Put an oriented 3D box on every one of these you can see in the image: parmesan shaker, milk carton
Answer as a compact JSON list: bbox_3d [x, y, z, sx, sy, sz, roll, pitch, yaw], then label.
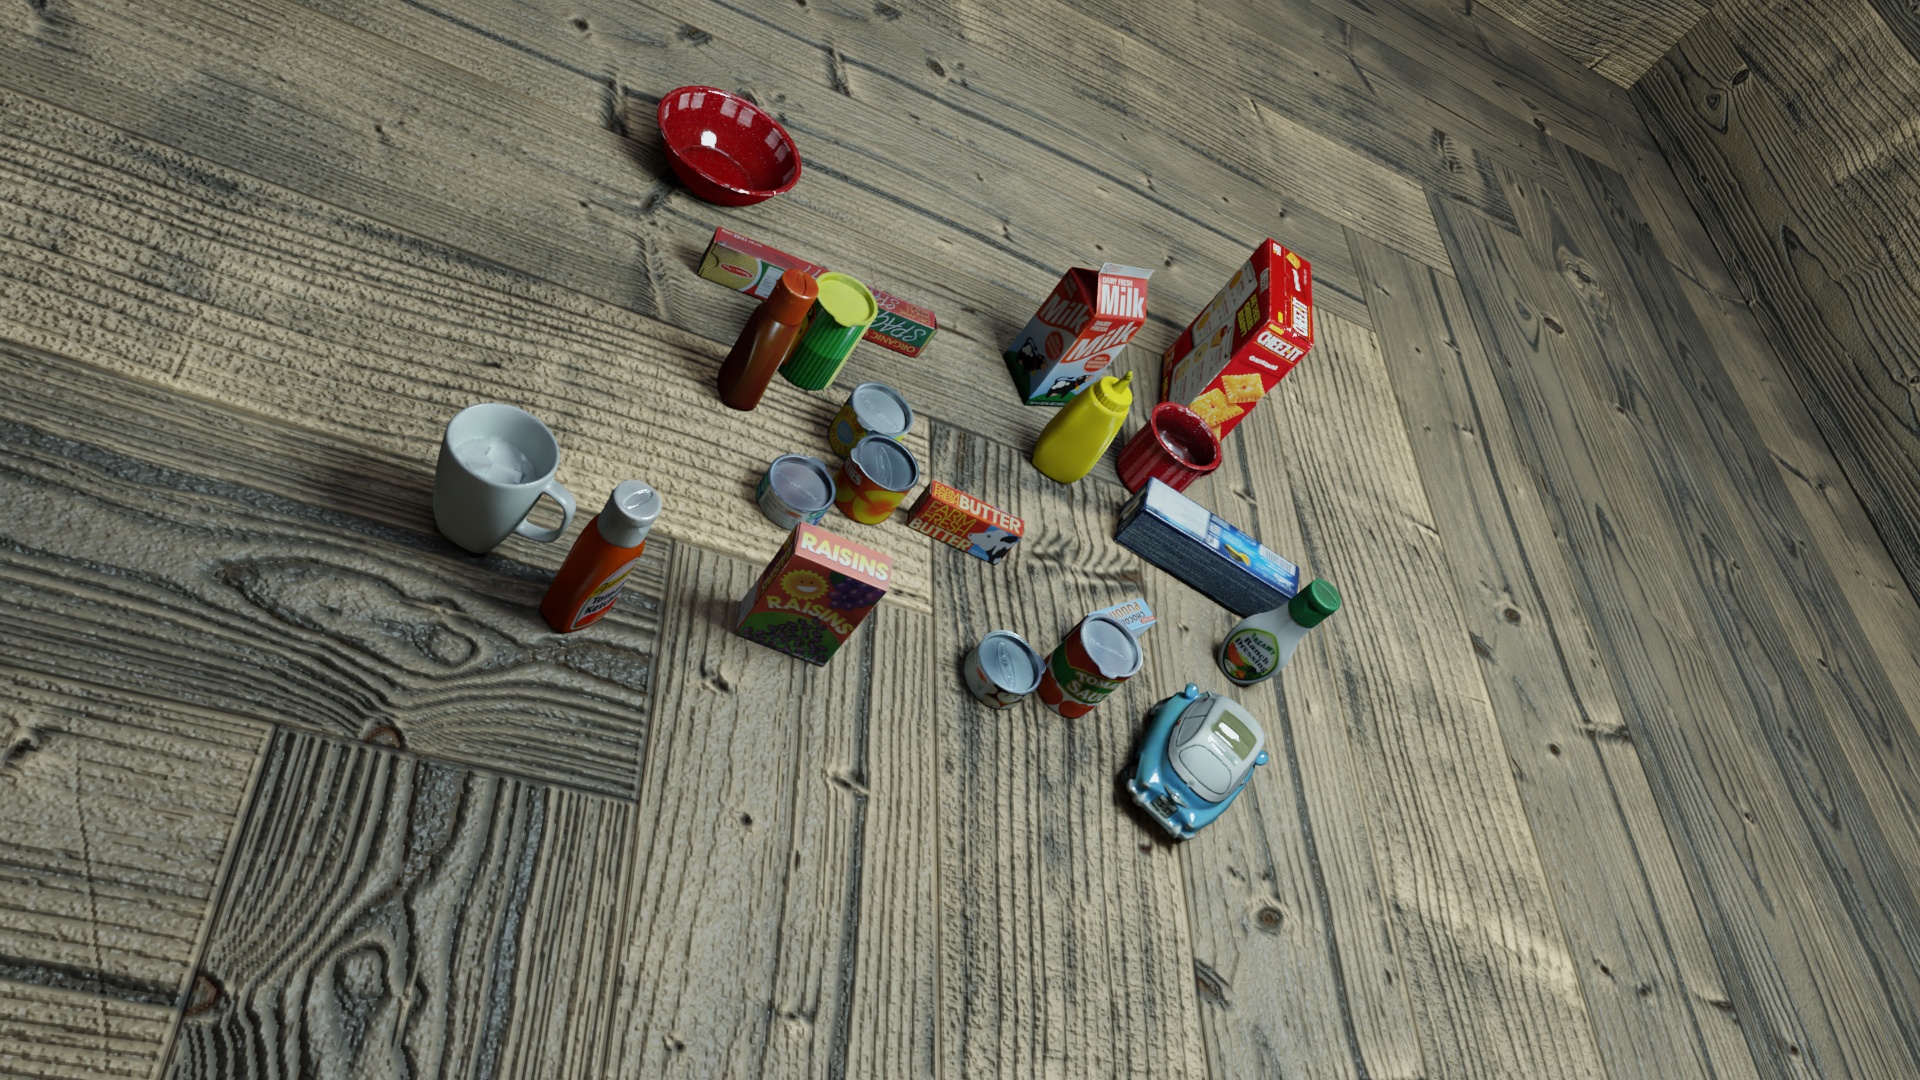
[{"bbox_3d":[-0.133,-0.201,1.354,0.071,0.102,0.072,20,47,-22],"label":"parmesan shaker"},{"bbox_3d":[0.131,-0.231,1.503,0.072,0.189,0.074,0,56,-36],"label":"milk carton"}]

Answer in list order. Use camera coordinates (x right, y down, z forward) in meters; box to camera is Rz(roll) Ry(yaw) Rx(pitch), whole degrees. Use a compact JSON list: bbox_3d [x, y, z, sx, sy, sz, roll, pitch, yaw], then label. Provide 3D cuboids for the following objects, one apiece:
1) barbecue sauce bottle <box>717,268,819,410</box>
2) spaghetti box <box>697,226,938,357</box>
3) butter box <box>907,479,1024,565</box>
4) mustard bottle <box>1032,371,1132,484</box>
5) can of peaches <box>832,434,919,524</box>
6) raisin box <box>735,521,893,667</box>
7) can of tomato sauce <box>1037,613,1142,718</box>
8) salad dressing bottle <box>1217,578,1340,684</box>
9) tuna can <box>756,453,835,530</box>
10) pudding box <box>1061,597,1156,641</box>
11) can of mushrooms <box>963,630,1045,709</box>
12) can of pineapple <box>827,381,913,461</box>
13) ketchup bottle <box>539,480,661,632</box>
[{"bbox_3d":[-0.177,-0.187,1.278,0.044,0.147,0.065,15,48,-26],"label":"barbecue sauce bottle"},{"bbox_3d":[-0.143,-0.252,1.428,0.250,0.050,0.029,18,47,-23],"label":"spaghetti box"},{"bbox_3d":[0.005,-0.017,1.336,0.103,0.053,0.024,24,45,-17],"label":"butter box"},{"bbox_3d":[0.136,-0.124,1.441,0.065,0.159,0.049,31,43,-11],"label":"mustard bottle"},{"bbox_3d":[-0.083,-0.057,1.304,0.071,0.057,0.071,19,47,-22],"label":"can of peaches"},{"bbox_3d":[-0.121,0.045,1.143,0.086,0.122,0.040,23,45,-18],"label":"raisin box"},{"bbox_3d":[0.117,0.118,1.283,0.071,0.082,0.071,19,47,-22],"label":"can of tomato sauce"},{"bbox_3d":[0.321,0.092,1.403,0.064,0.147,0.044,49,43,9],"label":"salad dressing bottle"},{"bbox_3d":[-0.149,-0.045,1.265,0.071,0.032,0.071,19,47,-22],"label":"tuna can"},{"bbox_3d":[0.146,0.087,1.353,0.084,0.049,0.030,-13,64,-41],"label":"pudding box"},{"bbox_3d":[0.040,0.118,1.264,0.071,0.033,0.071,19,47,-22],"label":"can of mushrooms"},{"bbox_3d":[-0.089,-0.110,1.344,0.071,0.057,0.071,19,47,-22],"label":"can of pineapple"},{"bbox_3d":[-0.268,0.011,1.048,0.043,0.148,0.065,46,43,5],"label":"ketchup bottle"}]
